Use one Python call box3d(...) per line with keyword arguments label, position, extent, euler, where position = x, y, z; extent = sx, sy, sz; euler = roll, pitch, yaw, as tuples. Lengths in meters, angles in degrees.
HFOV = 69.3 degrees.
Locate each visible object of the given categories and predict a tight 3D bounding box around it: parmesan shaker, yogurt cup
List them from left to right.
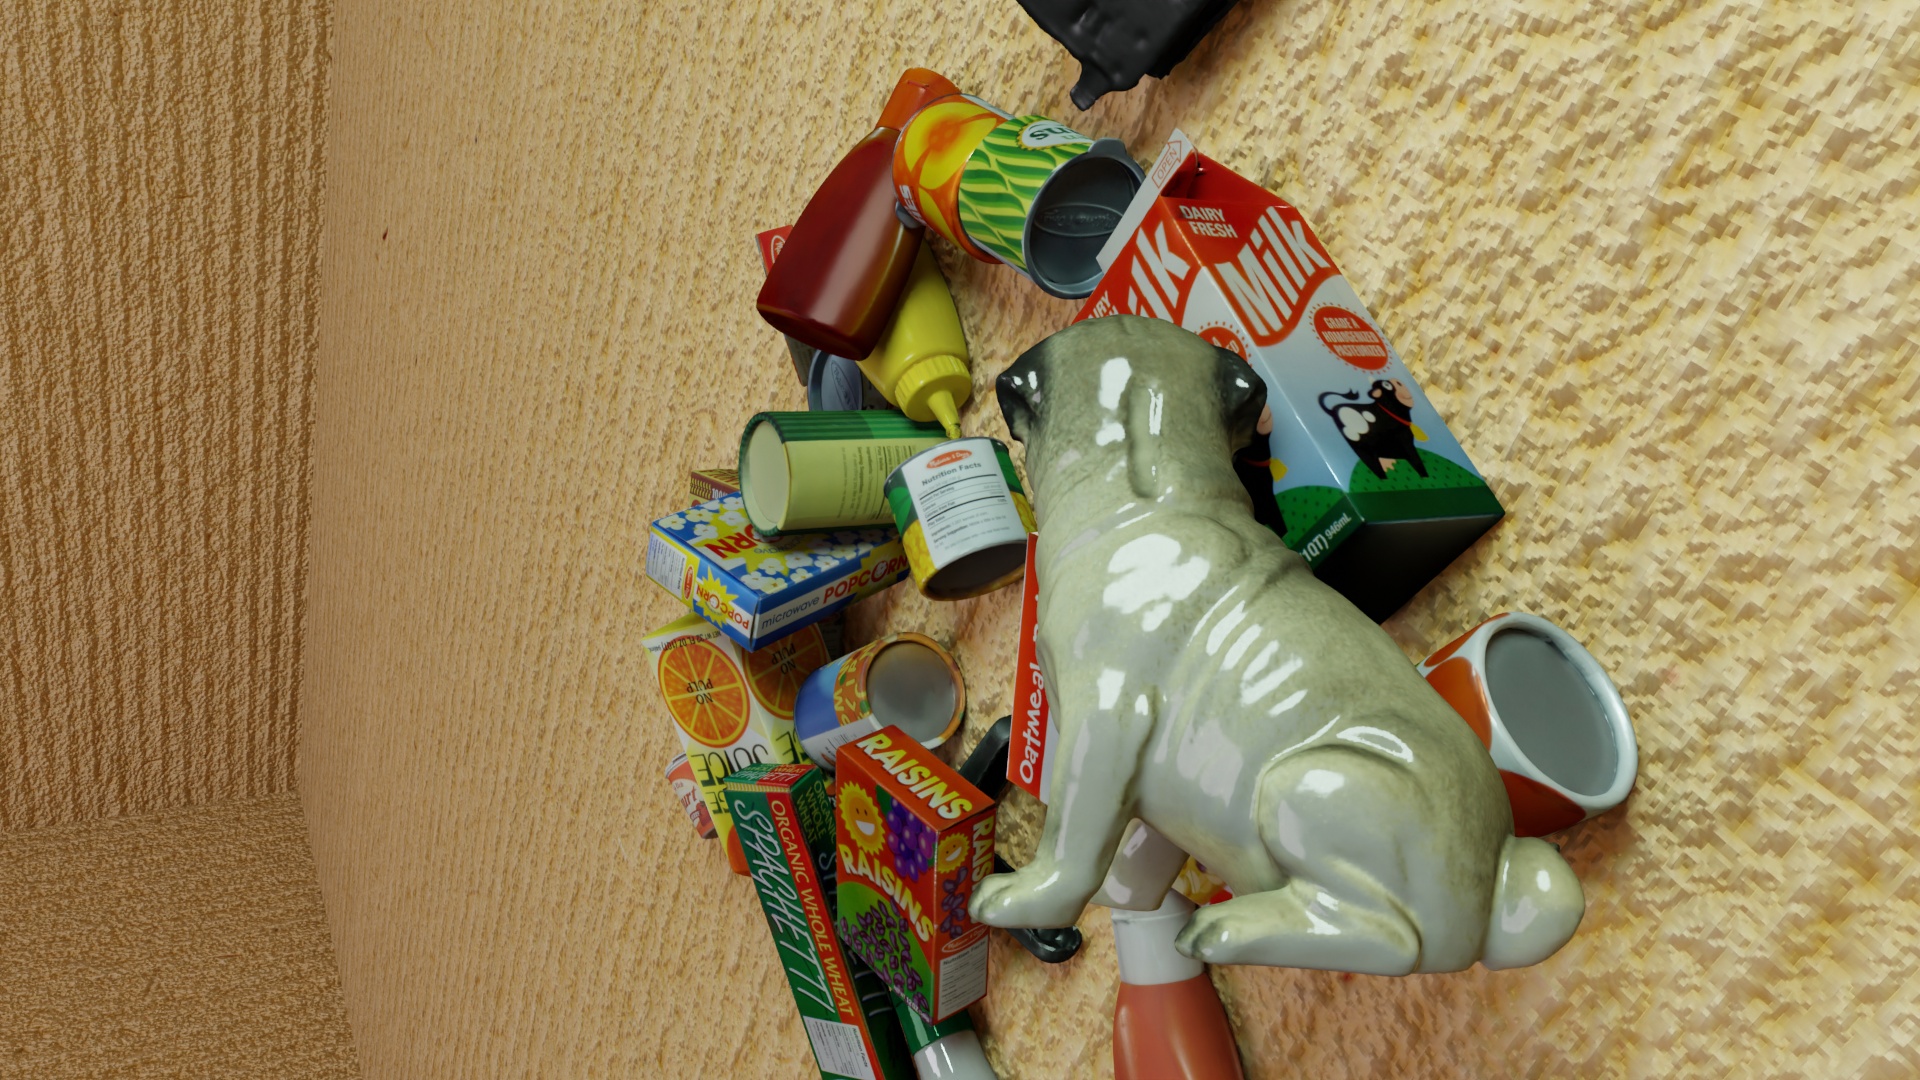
box3d(label="yogurt cup", position=(-0.163, 0.171, 0.963), extent=(0.072, 0.072, 0.054), euler=(-47, 63, 48))
box3d(label="parmesan shaker", position=(-0.059, -0.040, 0.740), extent=(0.071, 0.103, 0.071), euler=(9, 101, 57))

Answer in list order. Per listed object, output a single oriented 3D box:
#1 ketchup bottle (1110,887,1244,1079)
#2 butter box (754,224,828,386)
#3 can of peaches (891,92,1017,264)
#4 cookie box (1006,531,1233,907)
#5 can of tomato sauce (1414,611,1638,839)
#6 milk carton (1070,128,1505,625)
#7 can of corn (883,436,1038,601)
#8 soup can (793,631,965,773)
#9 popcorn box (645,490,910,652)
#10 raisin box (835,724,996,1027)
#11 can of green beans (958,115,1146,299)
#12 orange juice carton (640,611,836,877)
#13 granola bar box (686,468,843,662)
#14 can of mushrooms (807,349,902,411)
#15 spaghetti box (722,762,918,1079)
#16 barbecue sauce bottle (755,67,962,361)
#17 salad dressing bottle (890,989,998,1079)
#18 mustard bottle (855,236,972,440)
box3d(label="ketchup bottle", position=(0.092, 0.223, 0.591), extent=(0.064, 0.043, 0.149), euler=(-18, 78, 55))
box3d(label="butter box", position=(-0.096, -0.136, 0.816), extent=(0.103, 0.024, 0.053), euler=(83, 170, -72))
box3d(label="can of peaches", position=(0.008, -0.169, 0.656), extent=(0.058, 0.071, 0.071), euler=(43, 128, 45))
box3d(label="cookie box", position=(0.087, 0.073, 0.587), extent=(0.167, 0.040, 0.122), euler=(23, 112, 53))
box3d(label="can of tomato sauce", position=(0.161, 0.072, 0.446), extent=(0.082, 0.071, 0.071), euler=(-48, 54, 47))
box3d(label="milk carton", position=(0.105, -0.063, 0.513), extent=(0.072, 0.073, 0.191), euler=(-56, 48, 43))
box3d(label="can of corn", position=(0.002, -0.009, 0.686), extent=(0.070, 0.071, 0.058), euler=(-47, 55, 48))
box3d(label="soup can", position=(-0.045, 0.088, 0.769), extent=(0.083, 0.071, 0.071), euler=(-29, 69, 54))
box3d(label="popcorn box", position=(-0.097, 0.006, 0.764), extent=(0.085, 0.127, 0.038), euler=(31, 125, 28))
box3d(label="raisin box", position=(-0.024, 0.167, 0.699), extent=(0.086, 0.040, 0.122), euler=(31, 129, 44))
box3d(label="can of green beans", position=(0.041, -0.147, 0.610), extent=(0.058, 0.071, 0.071), euler=(45, 129, 46))
box3d(label="orange juice carton", position=(-0.108, 0.128, 0.820), extent=(0.071, 0.073, 0.192), euler=(-15, 98, 36))
box3d(label="granola bar box", position=(-0.133, 0.025, 0.920), extent=(0.165, 0.039, 0.124), euler=(17, 108, 55))
box3d(label="can of mushrooms", position=(-0.061, -0.083, 0.803), extent=(0.071, 0.033, 0.071), euler=(10, 102, 56))
box3d(label="spaghetti box", position=(-0.072, 0.238, 0.778), extent=(0.050, 0.029, 0.249), euler=(-4, 109, 34))
box3d(label="barbecue sauce bottle", position=(-0.044, -0.168, 0.704), extent=(0.065, 0.043, 0.149), euler=(22, 80, 19))
box3d(label="salad dressing bottle", position=(0.004, 0.302, 0.734), extent=(0.064, 0.044, 0.148), euler=(-57, 48, 45))
box3d(label="mustard bottle", position=(-0.030, -0.111, 0.739), extent=(0.065, 0.049, 0.161), euler=(-52, 52, 39))
